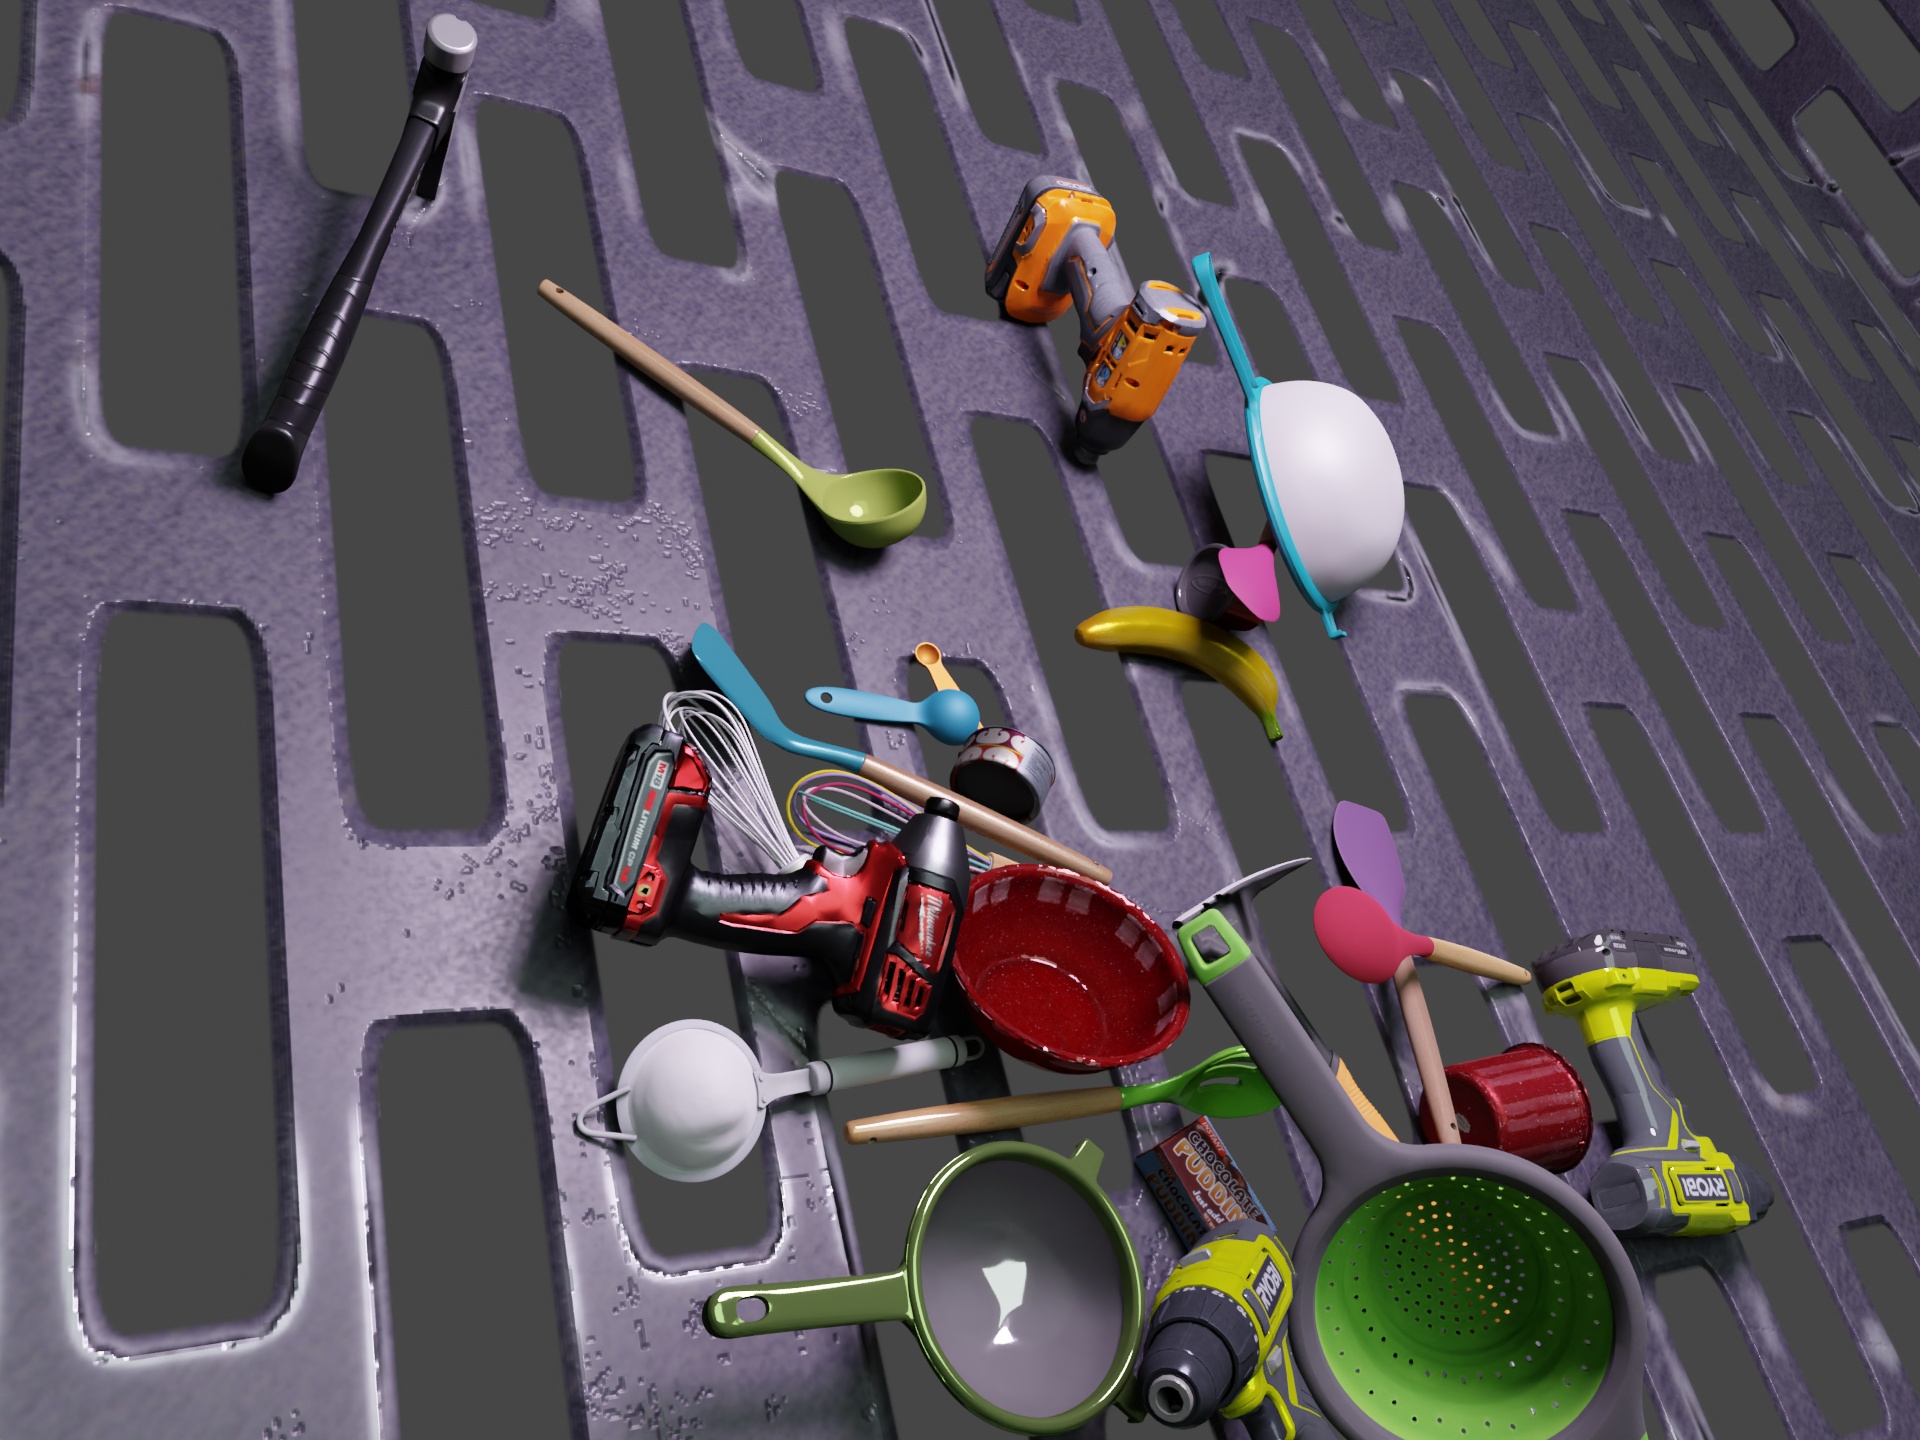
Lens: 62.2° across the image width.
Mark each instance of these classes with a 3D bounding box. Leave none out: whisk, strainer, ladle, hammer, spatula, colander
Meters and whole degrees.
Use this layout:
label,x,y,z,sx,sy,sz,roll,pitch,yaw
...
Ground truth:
label,x,y,z,sx,sy,sz,roll,pitch,yaw
whisk,-0.004,0.091,1.037,0.244,0.051,0.047,24,70,-22
strainer,0.292,-0.248,1.312,0.340,0.095,0.211,58,29,-33
ladle,-0.165,-0.228,1.144,0.320,0.062,0.078,35,44,-4
whisk,-0.107,0.082,0.968,0.246,0.058,0.059,54,17,5
hammer,-0.384,-0.287,1.017,0.035,0.146,0.335,21,61,-19
strainer,-0.087,0.202,0.901,0.258,0.050,0.087,-2,76,-38
strainer,-0.023,0.308,0.844,0.256,0.069,0.152,6,59,-30
spatula,0.321,0.175,1.167,0.059,0.018,0.316,17,40,-17
hammer,0.267,0.258,1.068,0.127,0.034,0.337,-30,80,-11
ladle,0.347,0.169,1.150,0.315,0.031,0.069,19,52,-46
spatula,-0.036,0.031,1.034,0.317,0.044,0.082,26,13,-10
colander,0.261,0.285,0.987,0.397,0.204,0.094,57,13,6

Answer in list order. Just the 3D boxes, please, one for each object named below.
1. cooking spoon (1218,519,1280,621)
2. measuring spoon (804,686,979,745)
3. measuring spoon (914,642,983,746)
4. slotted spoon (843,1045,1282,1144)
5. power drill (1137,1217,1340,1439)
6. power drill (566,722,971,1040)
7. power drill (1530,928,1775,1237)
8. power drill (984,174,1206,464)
label,x,y,z,sx,sy,sz,roll,pitch,yaw
cooking spoon,0.259,-0.152,1.327,0.068,0.017,0.319,45,29,-5
measuring spoon,-0.043,-0.011,1.085,0.128,0.021,0.042,8,62,-23
measuring spoon,-0.002,-0.004,1.122,0.021,0.011,0.117,-21,75,-31
slotted spoon,0.074,0.234,0.977,0.313,0.070,0.031,0,40,-27
power drill,0.174,0.399,0.851,0.228,0.080,0.190,62,19,9
power drill,-0.100,0.086,0.910,0.219,0.078,0.143,21,72,-14
power drill,0.537,0.281,1.225,0.171,0.080,0.223,9,58,-29
power drill,0.105,-0.335,1.341,0.084,0.164,0.227,-1,48,-33
